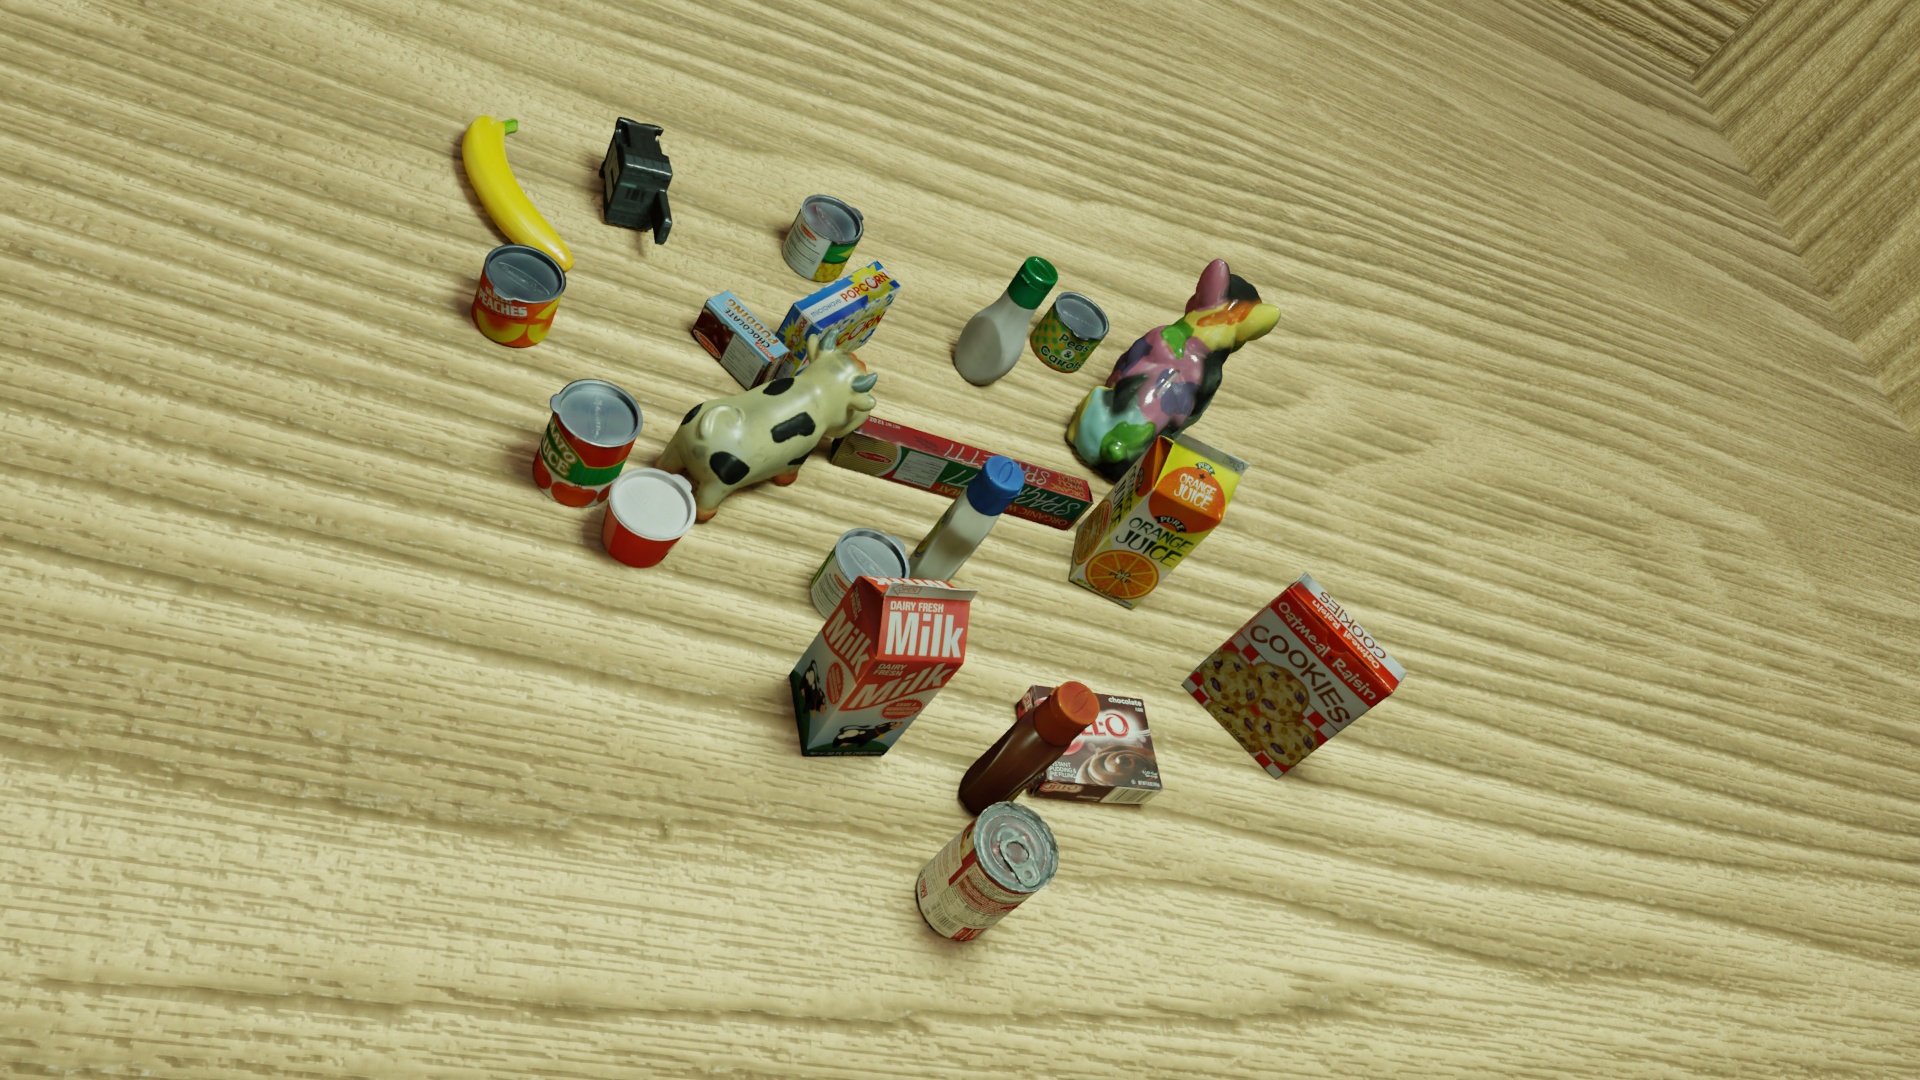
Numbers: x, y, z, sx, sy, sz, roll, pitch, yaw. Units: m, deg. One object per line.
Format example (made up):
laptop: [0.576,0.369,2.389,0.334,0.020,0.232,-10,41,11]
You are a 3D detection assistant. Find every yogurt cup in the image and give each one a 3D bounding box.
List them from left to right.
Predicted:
yogurt cup: [-0.247,-0.015,1.087,0.072,0.053,0.073,17,48,-20]

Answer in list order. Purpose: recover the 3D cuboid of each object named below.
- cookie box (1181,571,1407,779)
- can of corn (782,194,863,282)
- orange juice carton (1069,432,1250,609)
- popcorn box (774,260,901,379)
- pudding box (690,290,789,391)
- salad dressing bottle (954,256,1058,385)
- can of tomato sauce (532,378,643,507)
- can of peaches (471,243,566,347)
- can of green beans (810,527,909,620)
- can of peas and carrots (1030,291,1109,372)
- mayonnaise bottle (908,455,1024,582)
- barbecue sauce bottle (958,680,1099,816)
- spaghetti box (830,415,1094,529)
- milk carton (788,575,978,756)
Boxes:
cookie box: [0.293,0.123,1.235,0.123,0.166,0.040,46,45,8]
can of corn: [-0.136,-0.301,1.386,0.071,0.058,0.071,17,48,-20]
orange juice carton: [0.180,-0.026,1.266,0.072,0.191,0.073,25,46,-13]
popcorn box: [-0.120,-0.202,1.296,0.038,0.084,0.127,44,45,6]
pudding box: [-0.199,-0.179,1.253,0.084,0.049,0.030,44,45,7]
salad dressing bottle: [0.046,-0.216,1.367,0.044,0.147,0.064,-22,69,-42]
can of tomato sauce: [-0.294,-0.075,1.085,0.071,0.082,0.071,17,48,-20]
can of peaches: [-0.370,-0.202,1.158,0.071,0.057,0.071,17,48,-20]
can of green beans: [-0.083,0.032,1.149,0.071,0.057,0.071,17,48,-20]
can of peas and carrots: [0.116,-0.219,1.478,0.071,0.058,0.071,17,48,-20]
mayonnaise bottle: [0.004,-0.015,1.178,0.041,0.147,0.065,33,45,-6]
barbecue sauce bottle: [0.054,0.159,1.069,0.044,0.147,0.065,43,44,5]
spaghetti box: [0.004,-0.062,1.286,0.250,0.050,0.029,15,49,-22]
milk carton: [-0.058,0.085,1.028,0.072,0.189,0.074,6,53,-29]
